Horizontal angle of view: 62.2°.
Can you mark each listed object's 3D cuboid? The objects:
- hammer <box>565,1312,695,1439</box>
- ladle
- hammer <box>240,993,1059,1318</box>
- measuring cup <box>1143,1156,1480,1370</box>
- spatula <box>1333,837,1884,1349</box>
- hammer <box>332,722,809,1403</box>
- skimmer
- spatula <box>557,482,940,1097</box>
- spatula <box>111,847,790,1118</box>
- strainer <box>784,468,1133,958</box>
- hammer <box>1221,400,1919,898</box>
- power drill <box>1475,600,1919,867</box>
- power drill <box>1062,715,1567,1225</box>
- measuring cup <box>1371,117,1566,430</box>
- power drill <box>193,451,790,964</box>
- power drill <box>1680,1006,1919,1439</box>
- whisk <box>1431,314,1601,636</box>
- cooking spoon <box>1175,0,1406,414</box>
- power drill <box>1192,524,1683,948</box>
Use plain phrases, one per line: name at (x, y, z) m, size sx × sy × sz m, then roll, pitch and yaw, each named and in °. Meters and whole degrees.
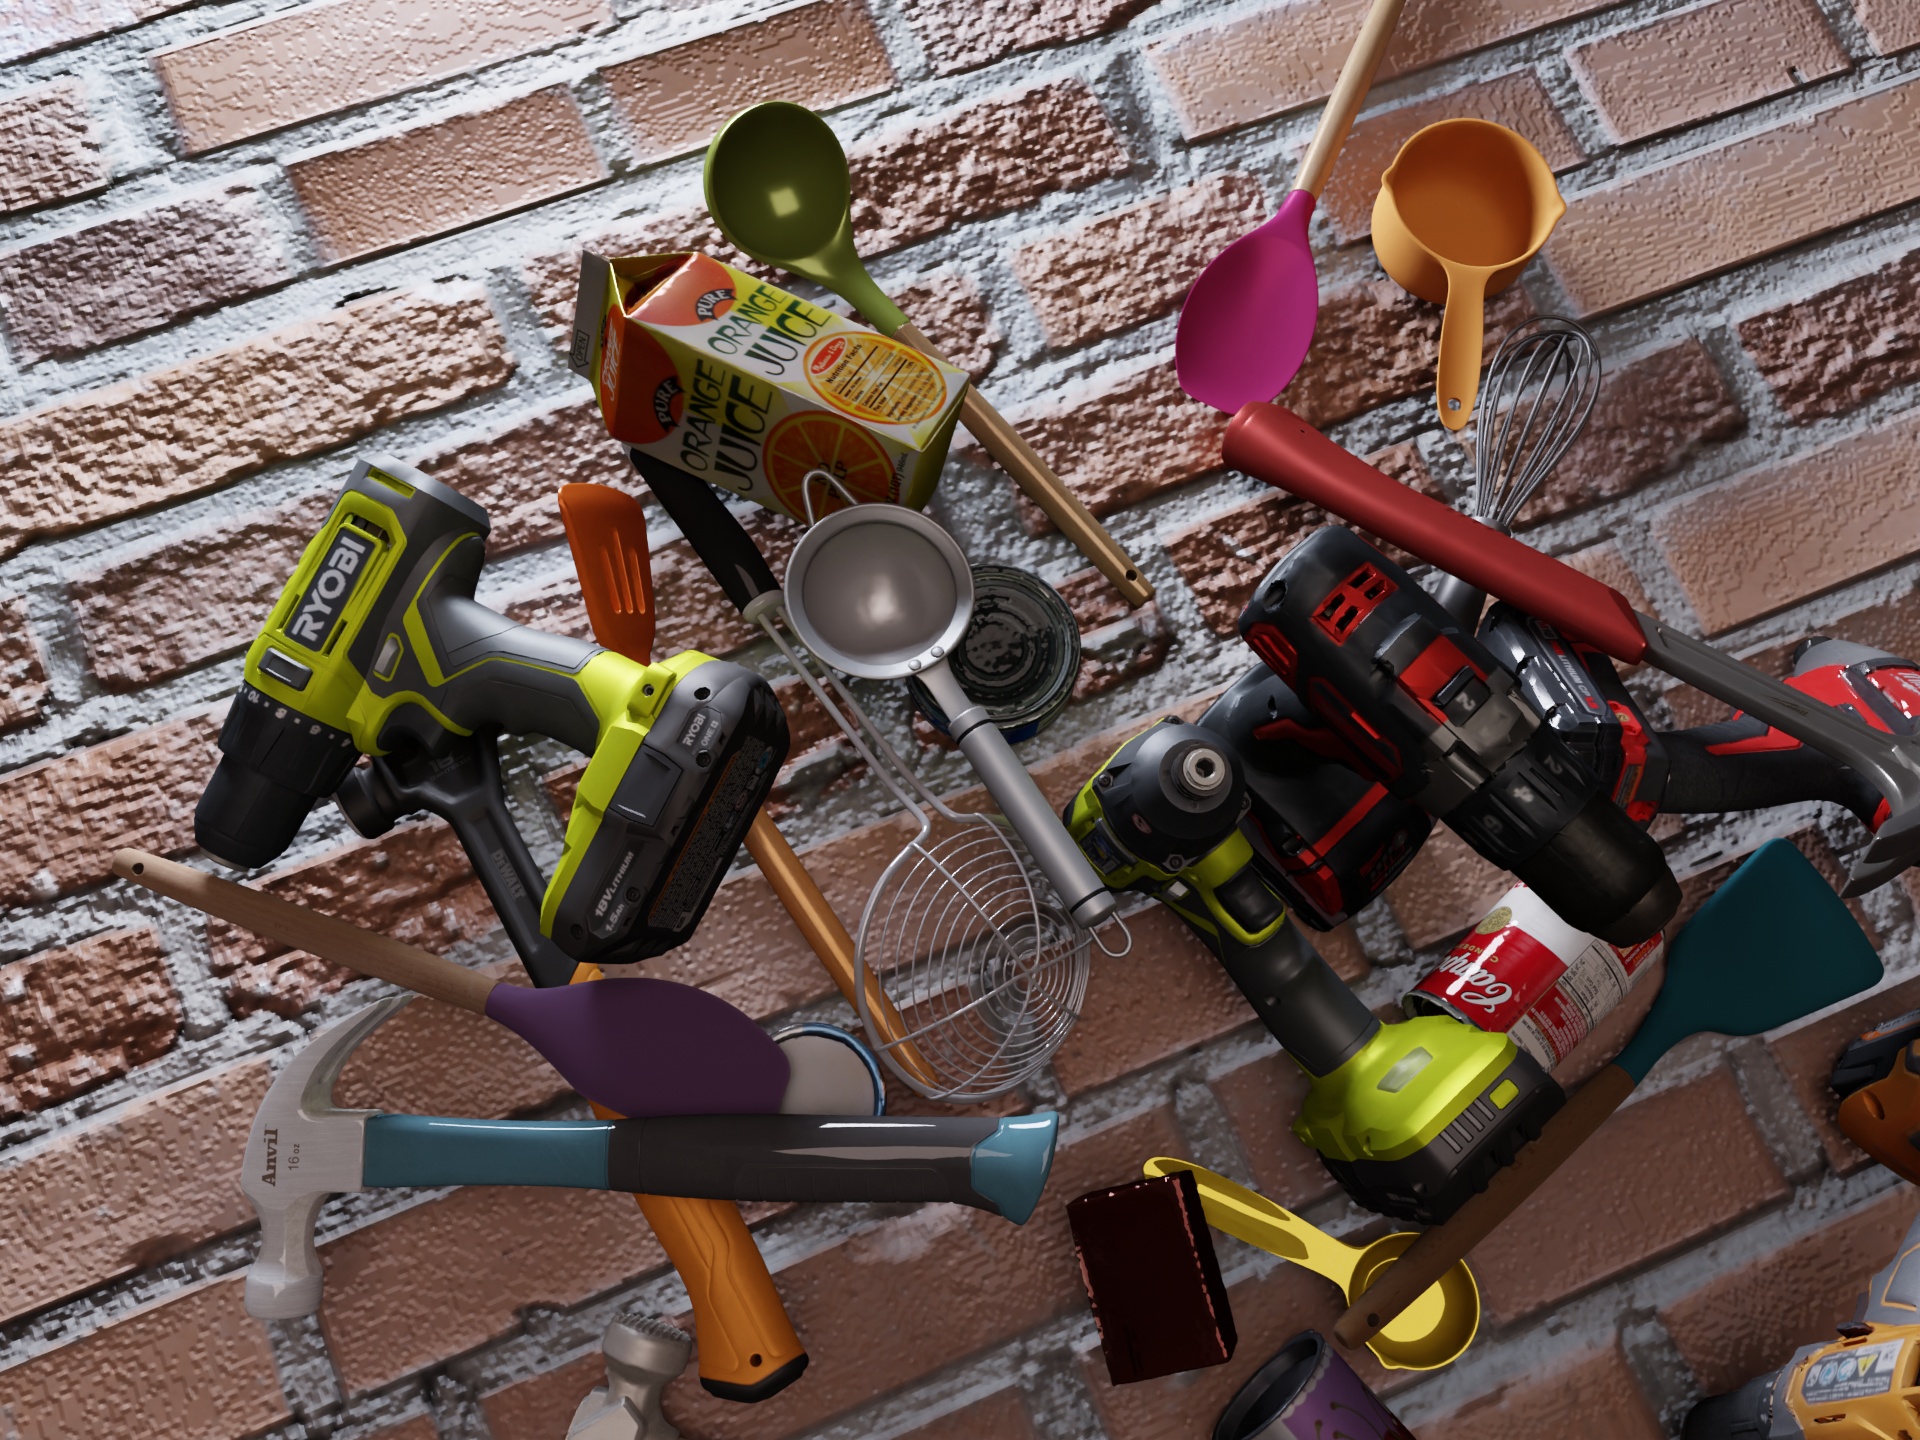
hammer at (0.023, 0.384, 0.661) m, size 0.410 × 0.038 × 0.146 m, roll 18°, pitch 77°, yaw 2°
ladle at (-0.012, -0.181, 0.797) m, size 0.078 × 0.062 × 0.320 m, roll -40°, pitch 83°, yaw -11°
hammer at (-0.126, 0.176, 0.640) m, size 0.331 × 0.033 × 0.128 m, roll 0°, pitch 85°, yaw 5°
measuring cup at (0.154, 0.237, 0.716) m, size 0.156 × 0.029 × 0.062 m, roll 24°, pitch 73°, yaw 16°
spatula at (0.284, 0.173, 0.710) m, size 0.317 × 0.044 × 0.082 m, roll -34°, pitch 87°, yaw -20°
hammer at (-0.153, 0.134, 0.699) m, size 0.127 × 0.034 × 0.337 m, roll -30°, pitch 72°, yaw -8°
skimmer at (-0.066, 0.009, 0.753) m, size 0.127 × 0.090 × 0.363 m, roll -23°, pitch 65°, yaw -34°
spatula at (-0.097, 0.032, 0.741) m, size 0.041 × 0.081 × 0.323 m, roll -36°, pitch 84°, yaw 14°
spatula at (-0.223, 0.109, 0.683) m, size 0.316 × 0.018 × 0.060 m, roll 18°, pitch 78°, yaw 8°
strainer at (-0.001, -0.002, 0.705) m, size 0.087 × 0.050 × 0.259 m, roll -29°, pitch 71°, yaw -14°
hammer at (0.259, -0.053, 0.704) m, size 0.149 × 0.036 × 0.359 m, roll -25°, pitch 48°, yaw -38°
power drill at (0.352, 0.004, 0.736) m, size 0.219 × 0.078 × 0.143 m, roll 2°, pitch 36°, yaw -4°
power drill at (0.138, 0.099, 0.674) m, size 0.080 × 0.171 × 0.223 m, roll -40°, pitch 84°, yaw -12°
measuring cup at (0.254, -0.221, 0.822) m, size 0.095 × 0.052 × 0.174 m, roll 9°, pitch 77°, yaw 0°
power drill at (-0.208, 0.012, 0.683) m, size 0.228 × 0.080 × 0.190 m, roll 26°, pitch 86°, yaw 14°
power drill at (0.397, 0.229, 0.669) m, size 0.084 × 0.185 × 0.226 m, roll 36°, pitch 58°, yaw 7°
whisk at (0.260, -0.096, 0.793) m, size 0.055 × 0.055 × 0.239 m, roll 24°, pitch 80°, yaw 3°
cooking spoon at (0.194, -0.301, 0.856) m, size 0.069 × 0.017 × 0.319 m, roll 24°, pitch 76°, yaw 3°
power drill at (0.181, 0.028, 0.662) m, size 0.080 × 0.226 × 0.188 m, roll -43°, pitch 81°, yaw -12°
